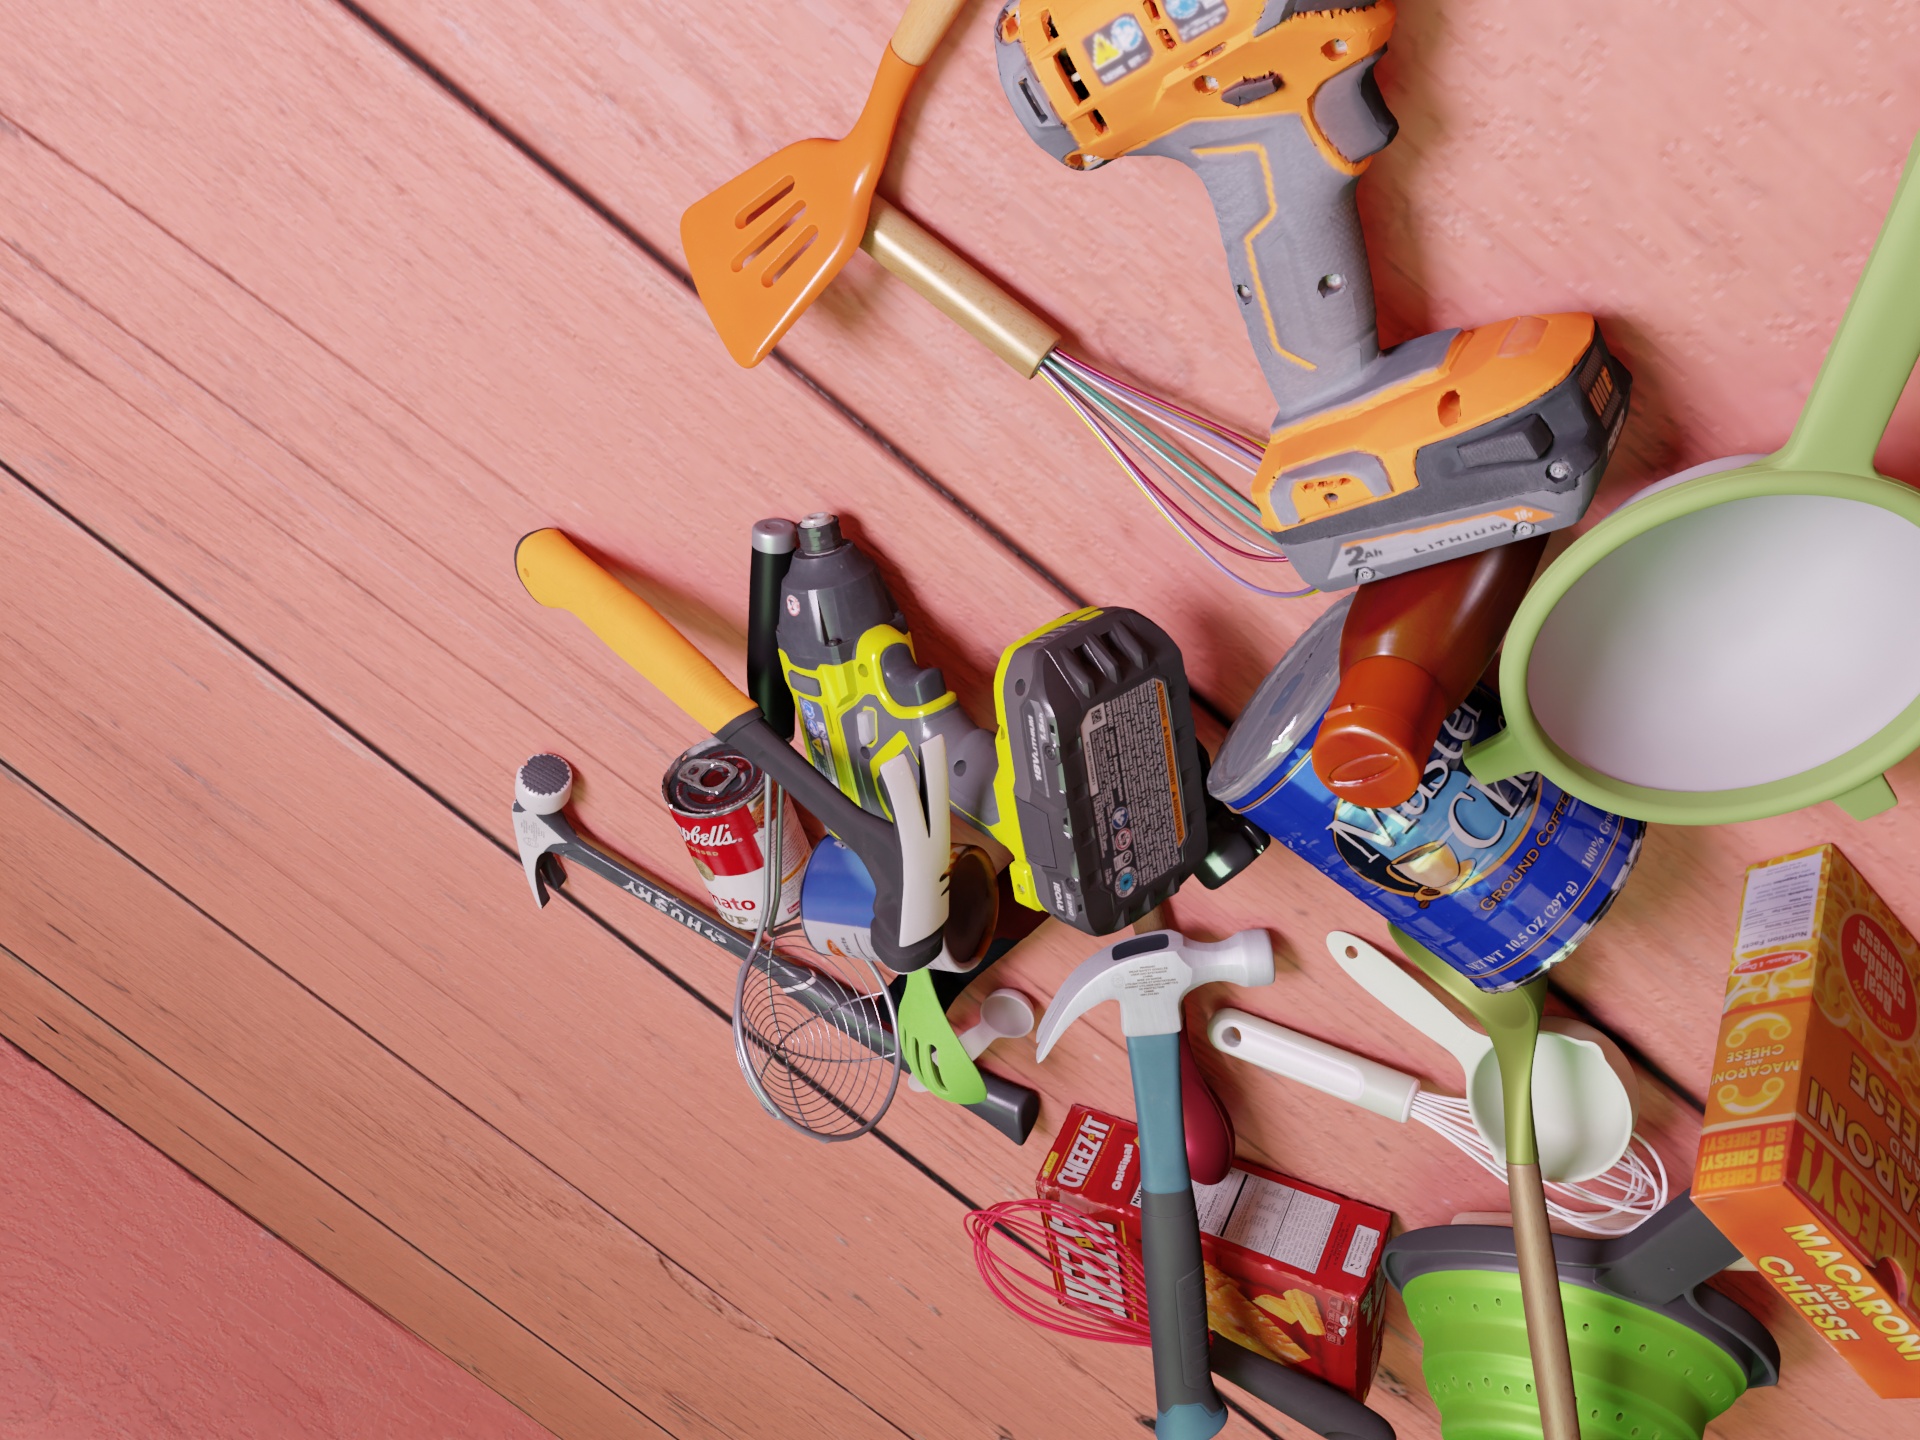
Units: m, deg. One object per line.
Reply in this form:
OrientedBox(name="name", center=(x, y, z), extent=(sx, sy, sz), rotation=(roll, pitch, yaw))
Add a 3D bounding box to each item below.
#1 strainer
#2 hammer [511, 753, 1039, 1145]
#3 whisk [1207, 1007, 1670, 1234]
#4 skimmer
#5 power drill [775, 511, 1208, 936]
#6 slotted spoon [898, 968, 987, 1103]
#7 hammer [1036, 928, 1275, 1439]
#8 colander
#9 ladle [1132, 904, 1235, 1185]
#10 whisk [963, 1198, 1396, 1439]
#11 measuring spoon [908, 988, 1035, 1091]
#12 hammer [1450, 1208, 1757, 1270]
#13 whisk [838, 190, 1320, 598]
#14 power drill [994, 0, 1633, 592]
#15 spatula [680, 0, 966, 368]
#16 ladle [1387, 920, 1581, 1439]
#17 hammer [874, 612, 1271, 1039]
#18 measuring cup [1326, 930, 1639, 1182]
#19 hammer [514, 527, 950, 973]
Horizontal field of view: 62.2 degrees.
OrientedBox(name="strainer", center=(0.261, -0.078, 0.511), extent=(0.151, 0.069, 0.256), rotation=(5, 131, 3))
OrientedBox(name="hammer", center=(-0.127, 0.169, 1.072), extent=(0.409, 0.036, 0.149), rotation=(30, 142, 5))
OrientedBox(name="whisk", center=(0.244, 0.204, 0.836), extent=(0.246, 0.059, 0.058), rotation=(18, 102, 26))
OrientedBox(name="skimmer", center=(-0.076, 0.068, 0.863), extent=(0.090, 0.127, 0.363), rotation=(18, 123, 22))
OrientedBox(name="power drill", center=(-0.001, -0.002, 0.724), extent=(0.223, 0.080, 0.171), rotation=(18, 127, 48))
OrientedBox(name="slotted spoon", center=(-0.035, 0.093, 0.888), extent=(0.070, 0.031, 0.313), rotation=(20, 130, 49))
OrientedBox(name="hammer", center=(0.117, 0.268, 0.883), extent=(0.128, 0.033, 0.330), rotation=(-5, 110, 6))
OrientedBox(name="colander", center=(0.322, 0.311, 0.780), extent=(0.204, 0.095, 0.396), rotation=(18, 148, 10))
OrientedBox(name="ladle", center=(0.112, 0.146, 0.883), extent=(0.069, 0.031, 0.315), rotation=(29, 145, 47))
OrientedBox(name="whisk", center=(0.133, 0.373, 0.968), extent=(0.296, 0.073, 0.073), rotation=(28, 141, 1))
OrientedBox(name="measuring spoon", center=(0.005, 0.202, 1.005), extent=(0.034, 0.018, 0.124), rotation=(41, 127, -6))
OrientedBox(name="hammer", center=(0.417, 0.243, 0.761), extent=(0.410, 0.038, 0.146), rotation=(-20, 116, 46))
OrientedBox(name="whisk", center=(0.054, -0.133, 0.633), extent=(0.245, 0.051, 0.047), rotation=(38, 121, 2))
OrientedBox(name="power drill", center=(0.129, -0.164, 0.511), extent=(0.164, 0.084, 0.226), rotation=(-15, 117, 43))
OrientedBox(name="spatula", center=(-0.014, -0.251, 0.549), extent=(0.322, 0.041, 0.081), rotation=(-44, 64, 48))
OrientedBox(name="ladle", center=(0.253, 0.232, 0.733), extent=(0.078, 0.062, 0.320), rotation=(177, 83, -72))
OrientedBox(name="hammer", center=(0.019, 0.089, 0.871), extent=(0.143, 0.038, 0.386), rotation=(51, 146, 8))
OrientedBox(name="measuring cup", center=(0.255, 0.154, 0.786), extent=(0.168, 0.038, 0.083), rotation=(39, 119, 24))
OrientedBox(name="hammer", center=(-0.124, -0.016, 0.783), extent=(0.337, 0.034, 0.127), rotation=(37, 141, 34))
